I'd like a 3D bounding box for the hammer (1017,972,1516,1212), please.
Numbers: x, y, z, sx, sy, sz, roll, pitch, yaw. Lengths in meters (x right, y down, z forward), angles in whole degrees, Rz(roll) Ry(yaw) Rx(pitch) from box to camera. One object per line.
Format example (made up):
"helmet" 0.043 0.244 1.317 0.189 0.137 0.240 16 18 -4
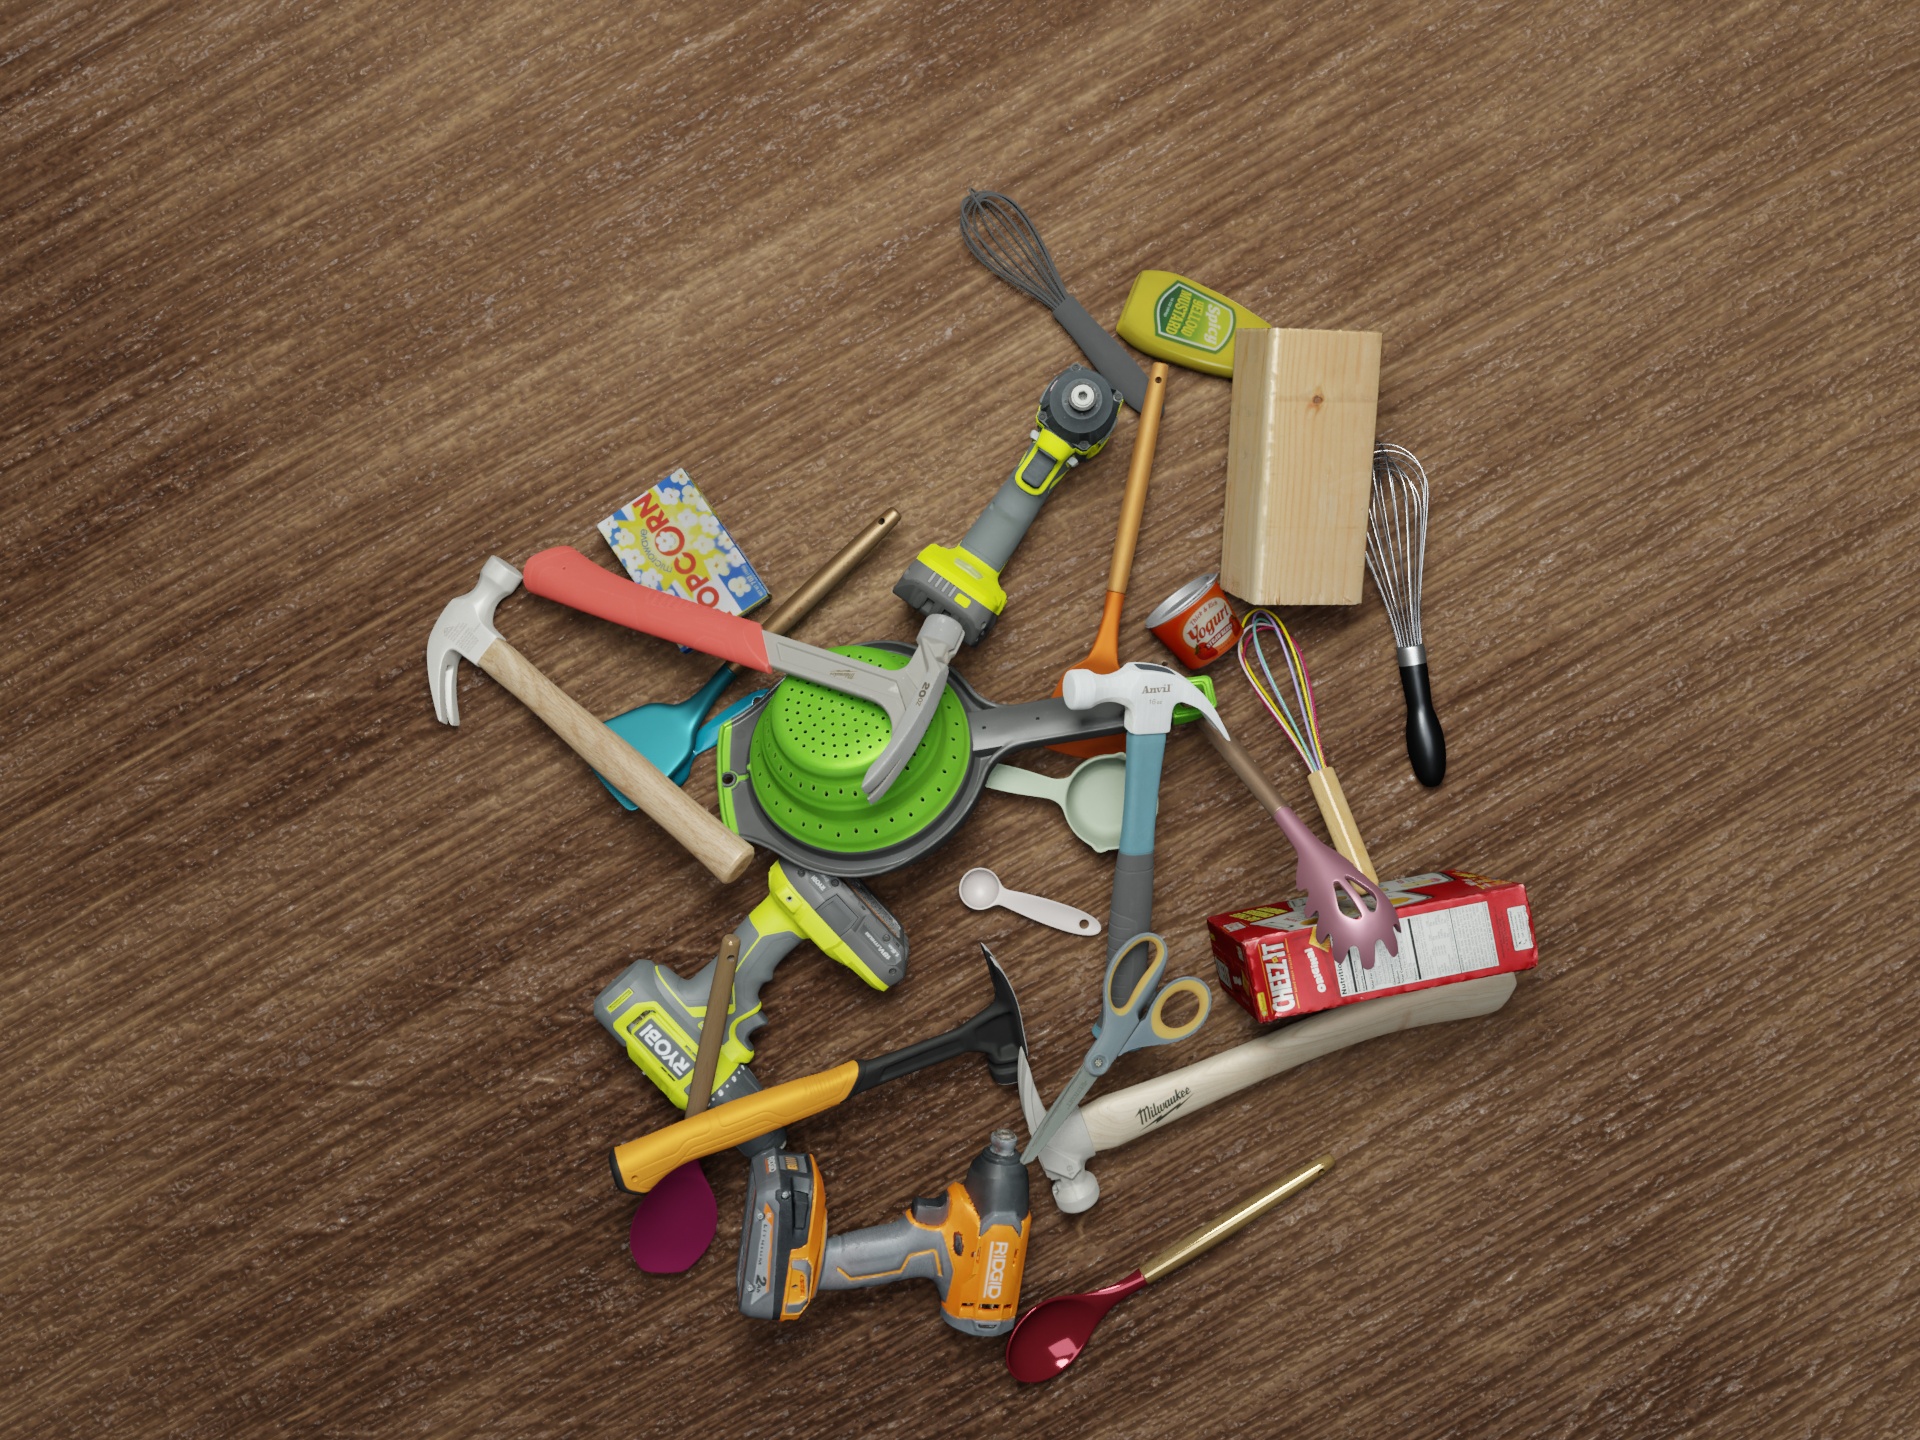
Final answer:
"hammer" 0.248 0.262 1.281 0.410 0.038 0.146 -20 110 -3

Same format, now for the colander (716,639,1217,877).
"colander" -0.002 -0.004 1.216 0.397 0.094 0.205 -10 62 3

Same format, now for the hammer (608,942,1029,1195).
"hammer" -0.110 0.283 1.237 0.337 0.034 0.127 -19 121 -12

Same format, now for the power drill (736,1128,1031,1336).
"power drill" -0.055 0.397 1.258 0.226 0.084 0.164 7 98 -12

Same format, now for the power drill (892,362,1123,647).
"power drill" 0.043 -0.169 1.224 0.080 0.171 0.223 35 94 0

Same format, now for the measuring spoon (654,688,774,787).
"measuring spoon" -0.207 0.013 1.297 0.128 0.021 0.042 -35 91 0

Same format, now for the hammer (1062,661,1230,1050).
"hammer" 0.134 0.113 1.238 0.128 0.033 0.330 -4 113 -16

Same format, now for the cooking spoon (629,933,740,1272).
"cooking spoon" -0.206 0.306 1.242 0.068 0.017 0.318 7 112 -19

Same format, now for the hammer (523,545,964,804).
"hammer" -0.183 -0.057 1.201 0.359 0.036 0.149 18 66 21

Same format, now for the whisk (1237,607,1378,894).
"whisk" 0.275 0.022 1.261 0.047 0.051 0.245 -26 71 23

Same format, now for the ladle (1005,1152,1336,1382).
"ladle" 0.172 0.441 1.303 0.315 0.031 0.069 -31 113 -2

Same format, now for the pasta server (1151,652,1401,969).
"pasta server" 0.229 0.057 1.209 0.060 0.040 0.317 -25 50 -10

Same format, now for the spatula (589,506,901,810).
"spatula" -0.167 -0.059 1.267 0.317 0.044 0.082 -43 73 7

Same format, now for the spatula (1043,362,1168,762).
"spatula" 0.129 -0.127 1.283 0.081 0.041 0.322 11 92 1

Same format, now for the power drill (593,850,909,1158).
"power drill" -0.152 0.225 1.275 0.228 0.080 0.190 -42 96 3

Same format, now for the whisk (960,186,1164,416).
"whisk" 0.084 -0.335 1.283 0.055 0.055 0.239 -42 94 0

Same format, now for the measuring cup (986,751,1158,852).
"measuring cup" 0.077 0.054 1.293 0.167 0.038 0.083 13 94 4

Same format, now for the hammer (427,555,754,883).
"hammer" -0.294 0.015 1.253 0.331 0.031 0.130 39 92 15

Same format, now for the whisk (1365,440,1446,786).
"whisk" 0.360 -0.085 1.286 0.070 0.070 0.284 -11 96 0

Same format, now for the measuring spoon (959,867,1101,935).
"measuring spoon" 0.057 0.152 1.307 0.124 0.018 0.034 20 91 -7
